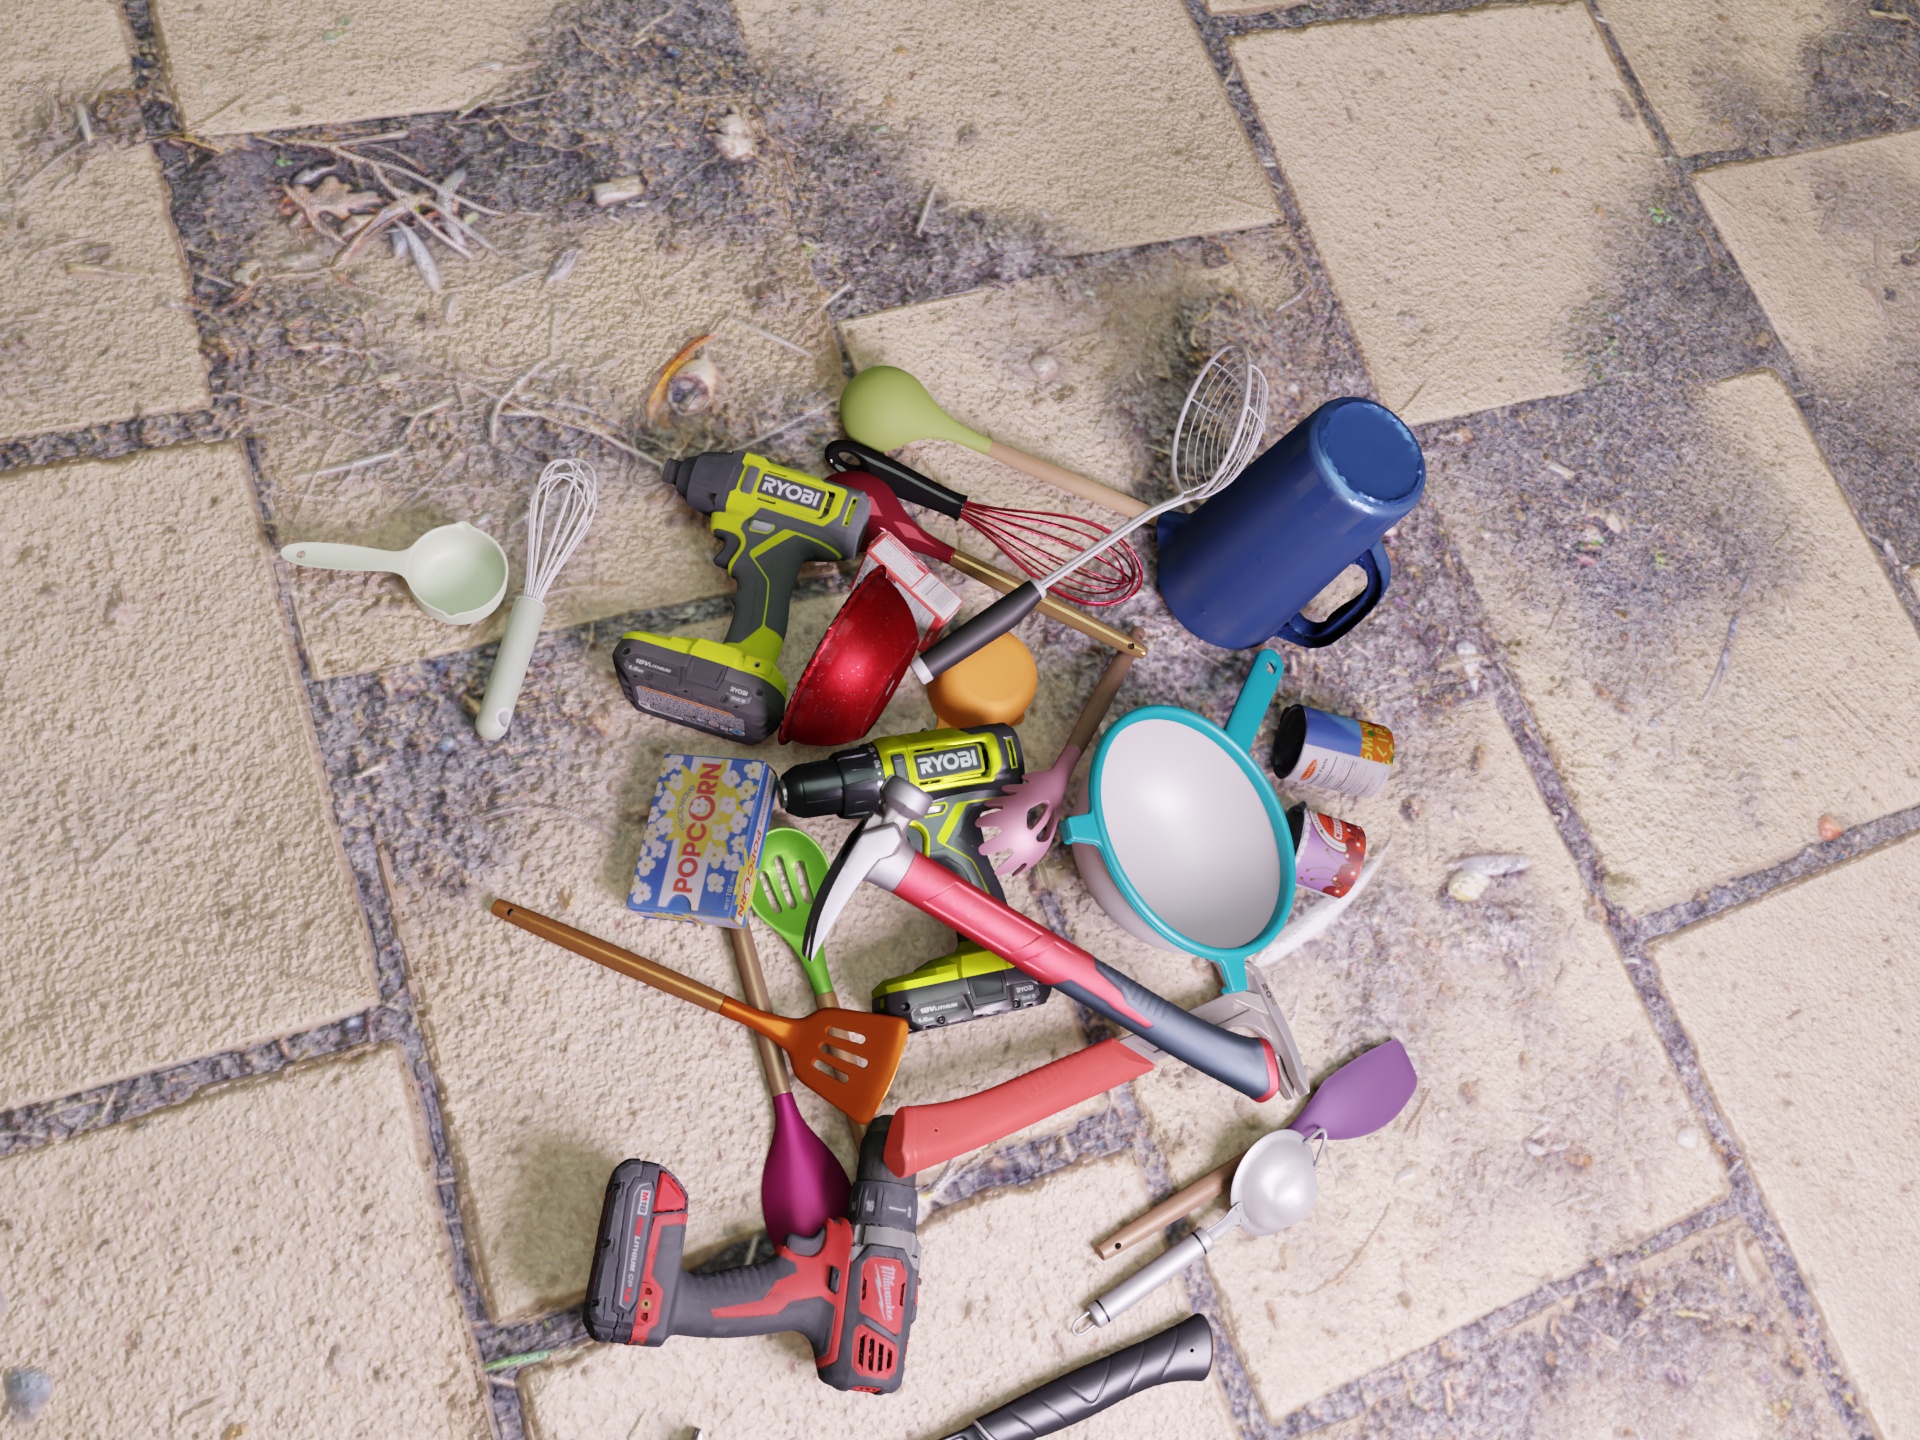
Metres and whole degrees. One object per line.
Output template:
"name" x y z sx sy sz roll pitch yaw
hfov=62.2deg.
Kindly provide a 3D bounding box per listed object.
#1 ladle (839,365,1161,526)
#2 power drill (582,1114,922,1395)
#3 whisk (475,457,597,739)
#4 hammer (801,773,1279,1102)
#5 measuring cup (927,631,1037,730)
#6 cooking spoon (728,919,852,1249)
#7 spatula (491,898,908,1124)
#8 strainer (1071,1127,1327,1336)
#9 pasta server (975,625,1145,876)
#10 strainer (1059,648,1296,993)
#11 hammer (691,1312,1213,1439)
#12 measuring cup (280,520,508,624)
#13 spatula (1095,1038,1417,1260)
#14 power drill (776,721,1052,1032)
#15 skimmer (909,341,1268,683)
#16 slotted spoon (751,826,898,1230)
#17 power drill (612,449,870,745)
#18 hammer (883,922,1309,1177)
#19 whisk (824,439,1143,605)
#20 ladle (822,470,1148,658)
"ladle" 0.045 -0.229 1.408 0.320 0.062 0.078 20 81 -14
"power drill" -0.135 0.358 1.109 0.226 0.080 0.188 12 64 -12
"whisk" -0.338 -0.100 1.256 0.059 0.057 0.246 4 69 23
"hammer" 0.072 0.196 1.166 0.386 0.038 0.143 32 83 -16
"measuring cup" -0.002 -0.004 1.301 0.095 0.052 0.174 36 64 0
"cooking spoon" -0.140 0.254 1.189 0.068 0.017 0.319 -12 75 -19
"spatula" -0.197 0.197 1.166 0.322 0.041 0.081 23 76 2
"strainer" 0.192 0.394 1.211 0.258 0.050 0.086 -30 112 -15
"pasta server" 0.092 0.012 1.279 0.060 0.040 0.316 55 38 -18
"strainer" 0.186 0.061 1.312 0.211 0.095 0.340 43 46 -11
"hammer" 0.000 0.509 1.127 0.409 0.036 0.149 -15 74 -20
"measuring cup" -0.437 -0.116 1.237 0.167 0.038 0.083 5 69 -11
"spatula" 0.240 0.345 1.258 0.316 0.018 0.060 -23 89 -22
"power drill" -0.031 0.120 1.222 0.190 0.080 0.229 -9 78 -18
"skimmer" 0.097 -0.165 1.275 0.363 0.127 0.090 -35 110 -2
"slotted spoon" -0.098 0.233 1.205 0.070 0.031 0.314 -13 76 -20
"power drill" -0.185 -0.107 1.270 0.171 0.080 0.223 17 68 1
"hammer" 0.104 0.274 1.202 0.359 0.036 0.149 -16 74 -32
"whisk" 0.020 -0.175 1.367 0.296 0.073 0.073 23 66 -1
"ladle" 0.016 -0.126 1.345 0.315 0.031 0.069 26 91 0
